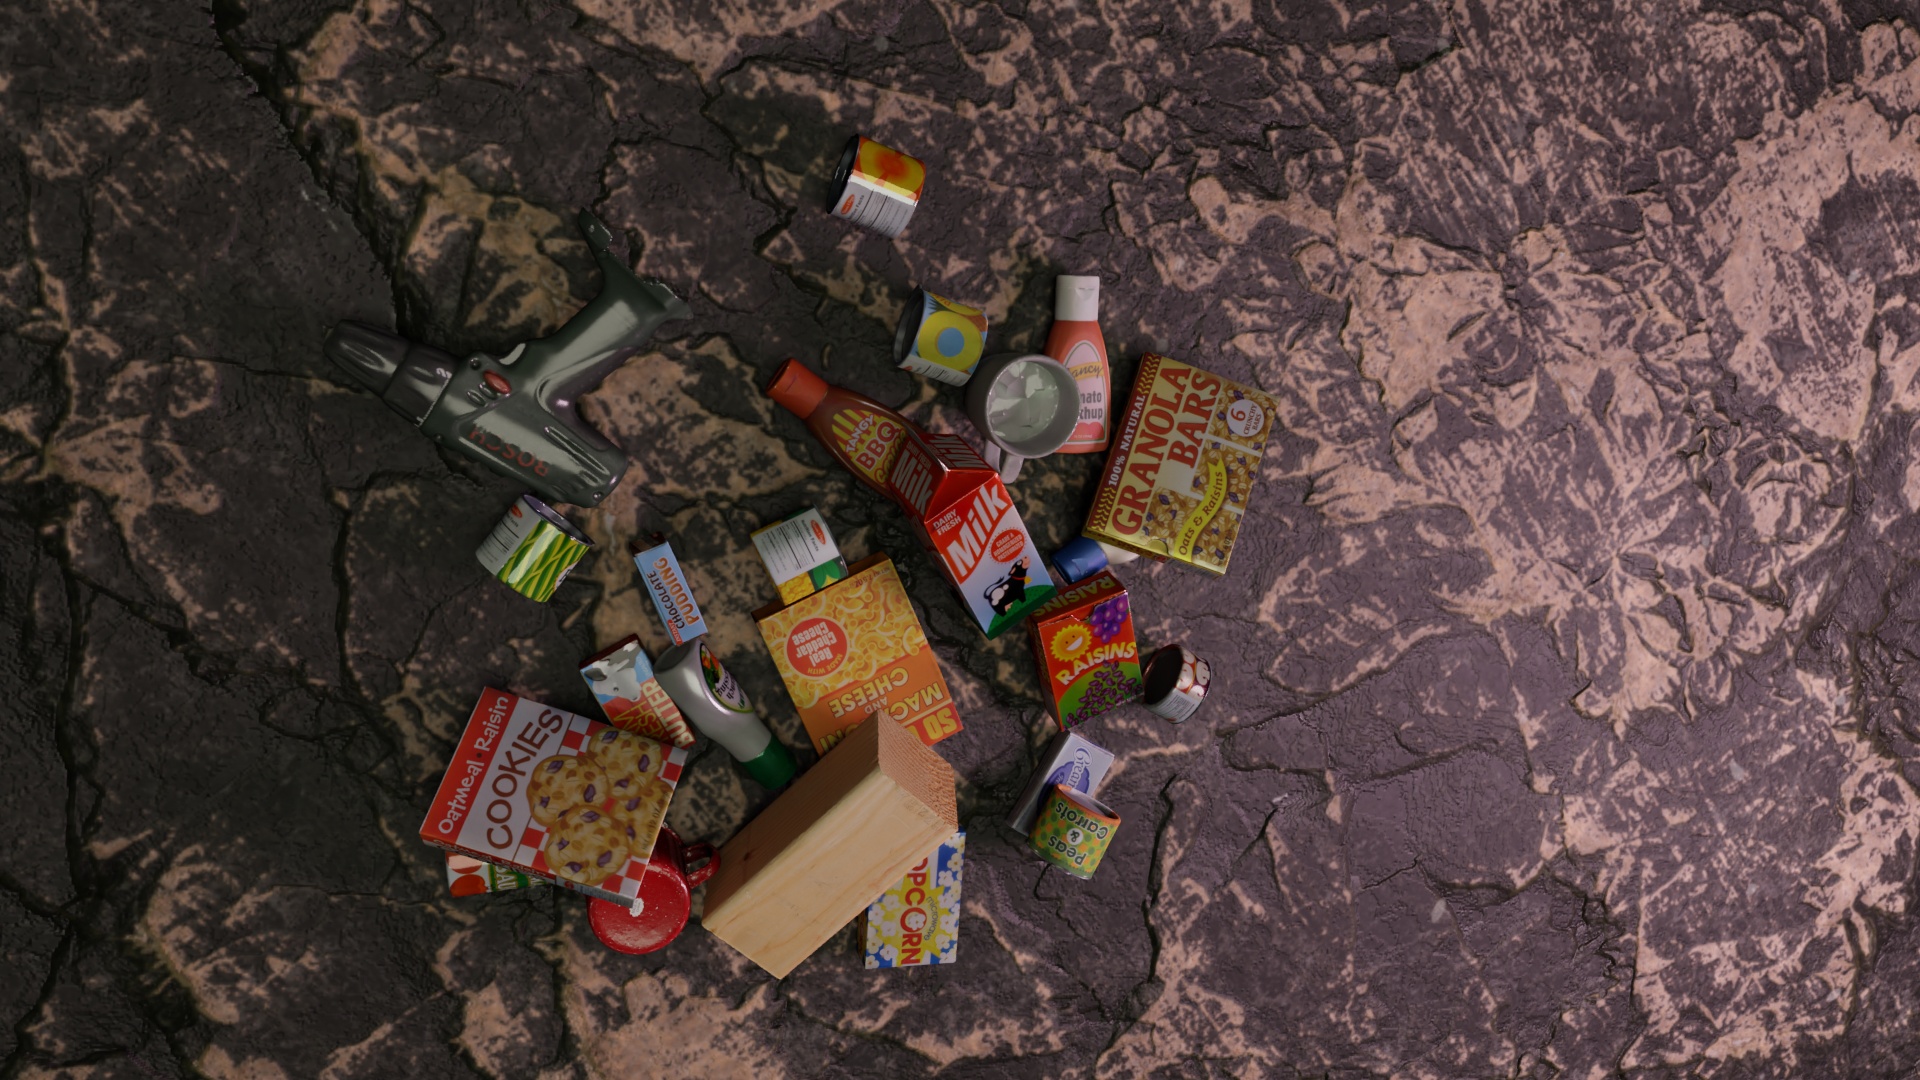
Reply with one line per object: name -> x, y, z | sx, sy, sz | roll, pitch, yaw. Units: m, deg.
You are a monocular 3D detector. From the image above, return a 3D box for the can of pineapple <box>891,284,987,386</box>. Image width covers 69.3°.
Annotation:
can of pineapple -> -0.017, -0.166, 1.130 | 0.058, 0.071, 0.071 | 17, 96, -20

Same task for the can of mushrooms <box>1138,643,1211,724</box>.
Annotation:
can of mushrooms -> 0.192, 0.127, 1.252 | 0.033, 0.071, 0.071 | 29, 91, -19

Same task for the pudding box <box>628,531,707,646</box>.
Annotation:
pudding box -> -0.234, 0.038, 1.111 | 0.030, 0.050, 0.083 | -25, 106, -12

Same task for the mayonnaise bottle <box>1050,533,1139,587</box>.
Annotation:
mayonnaise bottle -> 0.148, -0.014, 1.222 | 0.148, 0.041, 0.064 | -36, 102, -8

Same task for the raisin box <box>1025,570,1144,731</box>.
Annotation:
raisin box -> 0.108, 0.097, 1.213 | 0.086, 0.040, 0.122 | -21, 124, -11

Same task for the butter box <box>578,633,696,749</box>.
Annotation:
butter box -> -0.263, 0.132, 1.134 | 0.053, 0.024, 0.103 | -30, 107, -9

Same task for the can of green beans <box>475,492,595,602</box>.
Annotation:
can of green beans -> -0.328, 0.006, 1.068 | 0.071, 0.071, 0.058 | 38, 89, -20

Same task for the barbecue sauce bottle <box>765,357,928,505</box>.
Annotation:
barbecue sauce bottle -> -0.089, -0.093, 1.134 | 0.148, 0.044, 0.065 | 35, 91, -19

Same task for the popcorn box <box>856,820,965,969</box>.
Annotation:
popcorn box -> -0.044, 0.310, 1.227 | 0.085, 0.038, 0.126 | 1, 100, -18

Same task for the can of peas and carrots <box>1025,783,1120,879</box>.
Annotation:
can of peas and carrots -> 0.099, 0.255, 1.216 | 0.071, 0.071, 0.058 | 27, 92, -20

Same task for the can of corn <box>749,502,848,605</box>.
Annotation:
can of corn -> -0.131, 0.013, 1.131 | 0.058, 0.071, 0.071 | -26, 107, -10

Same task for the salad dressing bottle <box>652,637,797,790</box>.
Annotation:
salad dressing bottle -> -0.191, 0.145, 1.142 | 0.044, 0.064, 0.147 | -32, 117, 9

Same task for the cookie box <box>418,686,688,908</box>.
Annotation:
cookie box -> -0.312, 0.198, 1.076 | 0.167, 0.040, 0.123 | 19, 61, -6

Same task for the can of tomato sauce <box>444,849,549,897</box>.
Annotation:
can of tomato sauce -> -0.362, 0.246, 1.101 | 0.083, 0.071, 0.071 | -5, 102, -15

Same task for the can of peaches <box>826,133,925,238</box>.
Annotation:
can of peaches -> -0.066, -0.280, 1.094 | 0.058, 0.071, 0.071 | 18, 95, -19

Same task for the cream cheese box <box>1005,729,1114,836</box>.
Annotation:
cream cheese box -> 0.090, 0.225, 1.259 | 0.053, 0.024, 0.104 | 31, 90, -21

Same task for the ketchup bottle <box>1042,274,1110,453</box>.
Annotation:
ketchup bottle -> 0.097, -0.150, 1.180 | 0.065, 0.043, 0.148 | -3, 101, -19

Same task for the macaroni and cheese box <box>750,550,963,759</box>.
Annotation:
macaroni and cheese box -> -0.086, 0.110, 1.175 | 0.124, 0.040, 0.166 | -25, 106, -9

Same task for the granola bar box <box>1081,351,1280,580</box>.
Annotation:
granola bar box -> 0.188, -0.064, 1.189 | 0.124, 0.039, 0.166 | 19, 81, 1

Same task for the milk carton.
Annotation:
milk carton -> 0.004, -0.014, 1.129 | 0.073, 0.072, 0.189 | -35, 130, -7
